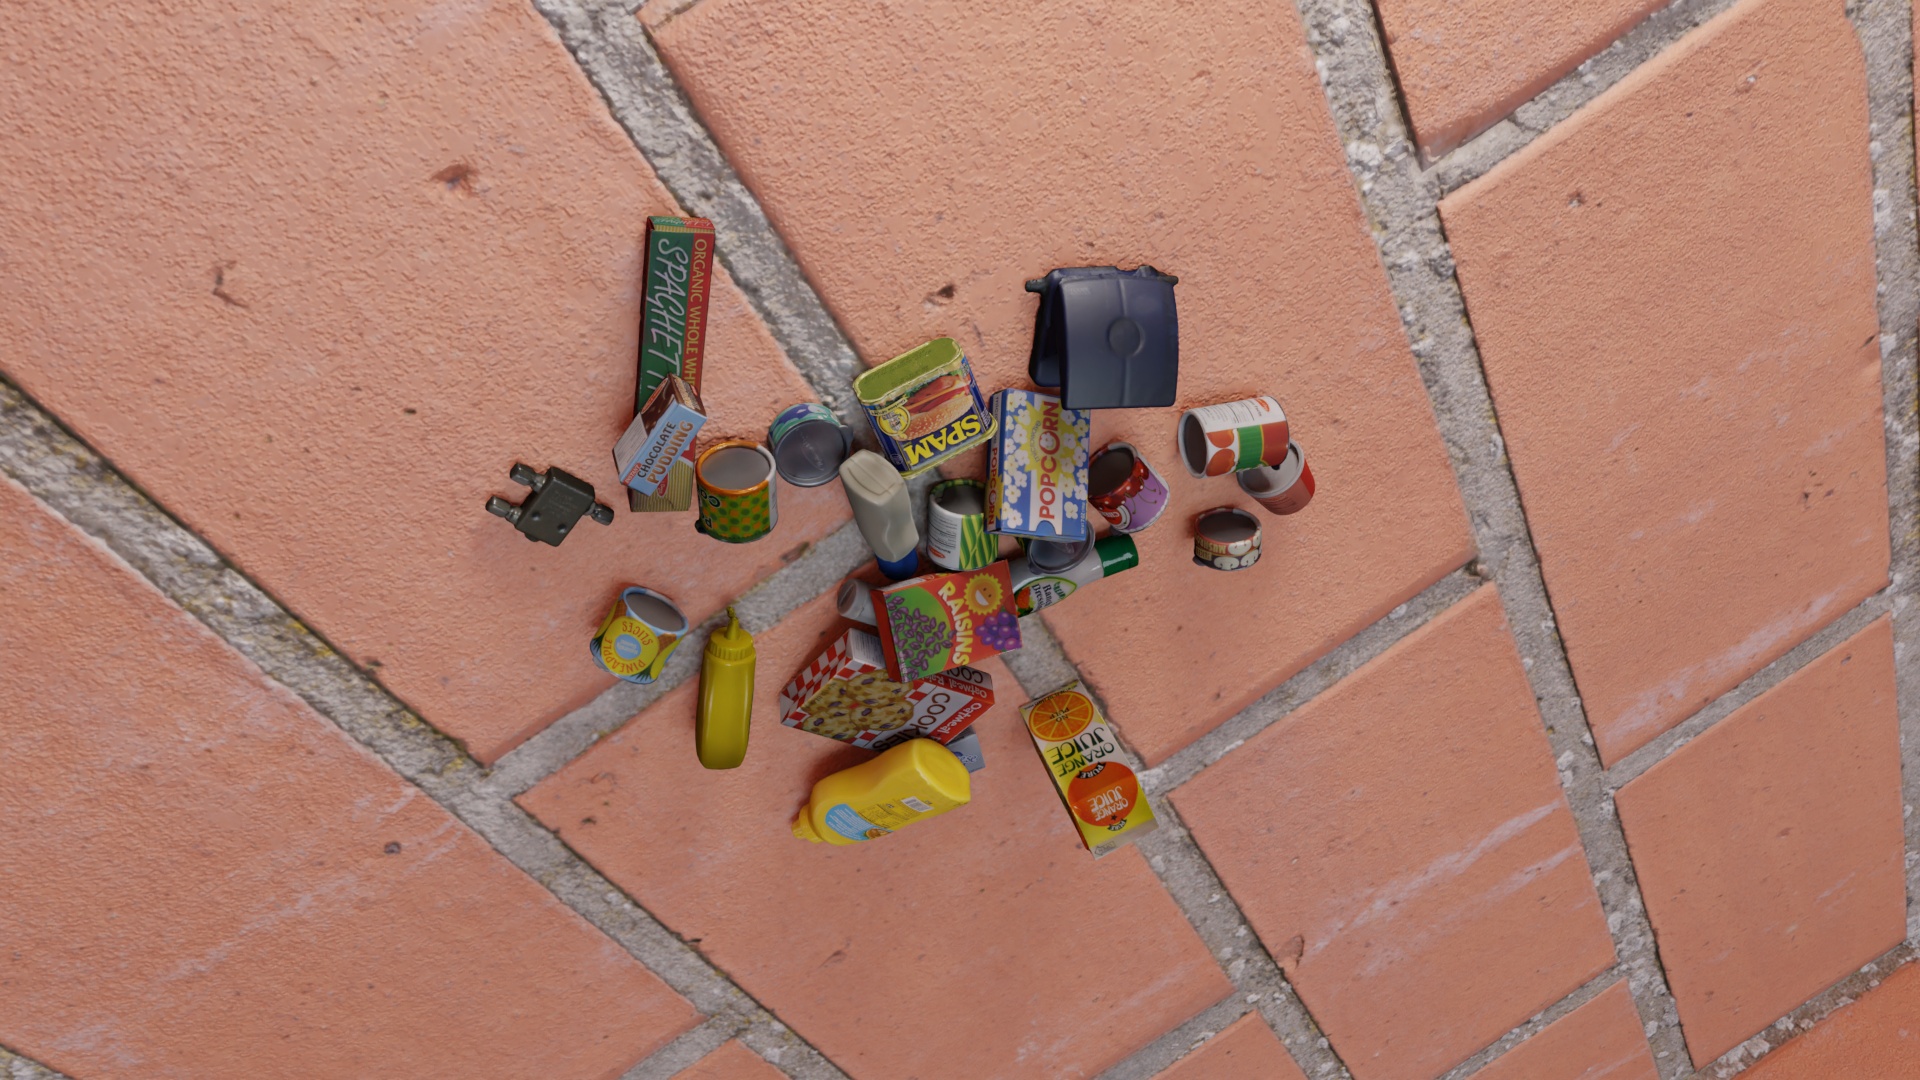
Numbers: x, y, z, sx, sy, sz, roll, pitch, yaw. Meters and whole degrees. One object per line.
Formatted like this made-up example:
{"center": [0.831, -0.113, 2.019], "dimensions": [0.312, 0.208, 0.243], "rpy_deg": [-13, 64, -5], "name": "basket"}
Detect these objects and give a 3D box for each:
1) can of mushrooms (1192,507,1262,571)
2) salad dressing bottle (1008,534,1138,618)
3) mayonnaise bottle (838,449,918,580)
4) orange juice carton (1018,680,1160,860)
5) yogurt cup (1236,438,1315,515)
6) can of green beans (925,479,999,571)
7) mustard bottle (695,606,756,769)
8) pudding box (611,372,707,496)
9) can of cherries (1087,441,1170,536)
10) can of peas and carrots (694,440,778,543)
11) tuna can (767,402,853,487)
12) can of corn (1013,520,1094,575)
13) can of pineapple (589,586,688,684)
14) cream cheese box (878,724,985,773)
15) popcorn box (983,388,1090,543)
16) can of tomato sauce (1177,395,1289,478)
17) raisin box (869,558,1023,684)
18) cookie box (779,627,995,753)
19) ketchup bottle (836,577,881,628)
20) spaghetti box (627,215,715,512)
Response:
{"center": [0.260, -0.001, 1.361], "dimensions": [0.071, 0.071, 0.033], "rpy_deg": [-15, 126, -12], "name": "can of mushrooms"}
{"center": [0.097, 0.031, 1.330], "dimensions": [0.148, 0.044, 0.064], "rpy_deg": [-20, 141, -9], "name": "salad dressing bottle"}
{"center": [-0.065, -0.016, 1.207], "dimensions": [0.041, 0.065, 0.147], "rpy_deg": [-41, 152, -16], "name": "mayonnaise bottle"}
{"center": [0.130, 0.235, 1.388], "dimensions": [0.072, 0.193, 0.072], "rpy_deg": [-24, 127, -4], "name": "orange juice carton"}
{"center": [0.308, -0.060, 1.344], "dimensions": [0.072, 0.072, 0.054], "rpy_deg": [-41, 136, 8], "name": "yogurt cup"}
{"center": [0.003, -0.015, 1.247], "dimensions": [0.071, 0.071, 0.057], "rpy_deg": [-8, 125, -17], "name": "can of green beans"}
{"center": [-0.212, 0.131, 1.262], "dimensions": [0.049, 0.065, 0.159], "rpy_deg": [2, 118, -18], "name": "mustard bottle"}
{"center": [-0.234, -0.082, 1.077], "dimensions": [0.030, 0.050, 0.083], "rpy_deg": [28, 110, -35], "name": "pudding box"}
{"center": [0.149, -0.047, 1.283], "dimensions": [0.071, 0.072, 0.058], "rpy_deg": [-41, 128, 8], "name": "can of cherries"}
{"center": [-0.187, -0.040, 1.146], "dimensions": [0.071, 0.071, 0.058], "rpy_deg": [-10, 136, -15], "name": "can of peas and carrots"}
{"center": [-0.126, -0.082, 1.170], "dimensions": [0.071, 0.033, 0.070], "rpy_deg": [-11, 126, -15], "name": "tuna can"}
{"center": [0.081, -0.010, 1.287], "dimensions": [0.071, 0.058, 0.070], "rpy_deg": [-11, 126, -15], "name": "can of corn"}
{"center": [-0.277, 0.082, 1.197], "dimensions": [0.071, 0.071, 0.057], "rpy_deg": [24, 111, -33], "name": "can of pineapple"}
{"center": [-0.030, 0.227, 1.426], "dimensions": [0.104, 0.024, 0.053], "rpy_deg": [-21, 126, -8], "name": "cream cheese box"}
{"center": [0.067, -0.064, 1.215], "dimensions": [0.085, 0.038, 0.127], "rpy_deg": [7, 81, -26], "name": "popcorn box"}
{"center": [0.254, -0.094, 1.295], "dimensions": [0.083, 0.071, 0.070], "rpy_deg": [-10, 126, -14], "name": "can of tomato sauce"}
{"center": [-0.011, 0.070, 1.255], "dimensions": [0.124, 0.040, 0.086], "rpy_deg": [-14, 97, -23], "name": "raisin box"}
{"center": [-0.069, 0.151, 1.326], "dimensions": [0.167, 0.040, 0.122], "rpy_deg": [22, 132, -32], "name": "cookie box"}
{"center": [-0.044, 0.072, 1.302], "dimensions": [0.149, 0.044, 0.064], "rpy_deg": [20, 118, -31], "name": "ketchup bottle"}
{"center": [-0.229, -0.135, 1.094], "dimensions": [0.050, 0.029, 0.248], "rpy_deg": [-1, 123, -21], "name": "spaghetti box"}
